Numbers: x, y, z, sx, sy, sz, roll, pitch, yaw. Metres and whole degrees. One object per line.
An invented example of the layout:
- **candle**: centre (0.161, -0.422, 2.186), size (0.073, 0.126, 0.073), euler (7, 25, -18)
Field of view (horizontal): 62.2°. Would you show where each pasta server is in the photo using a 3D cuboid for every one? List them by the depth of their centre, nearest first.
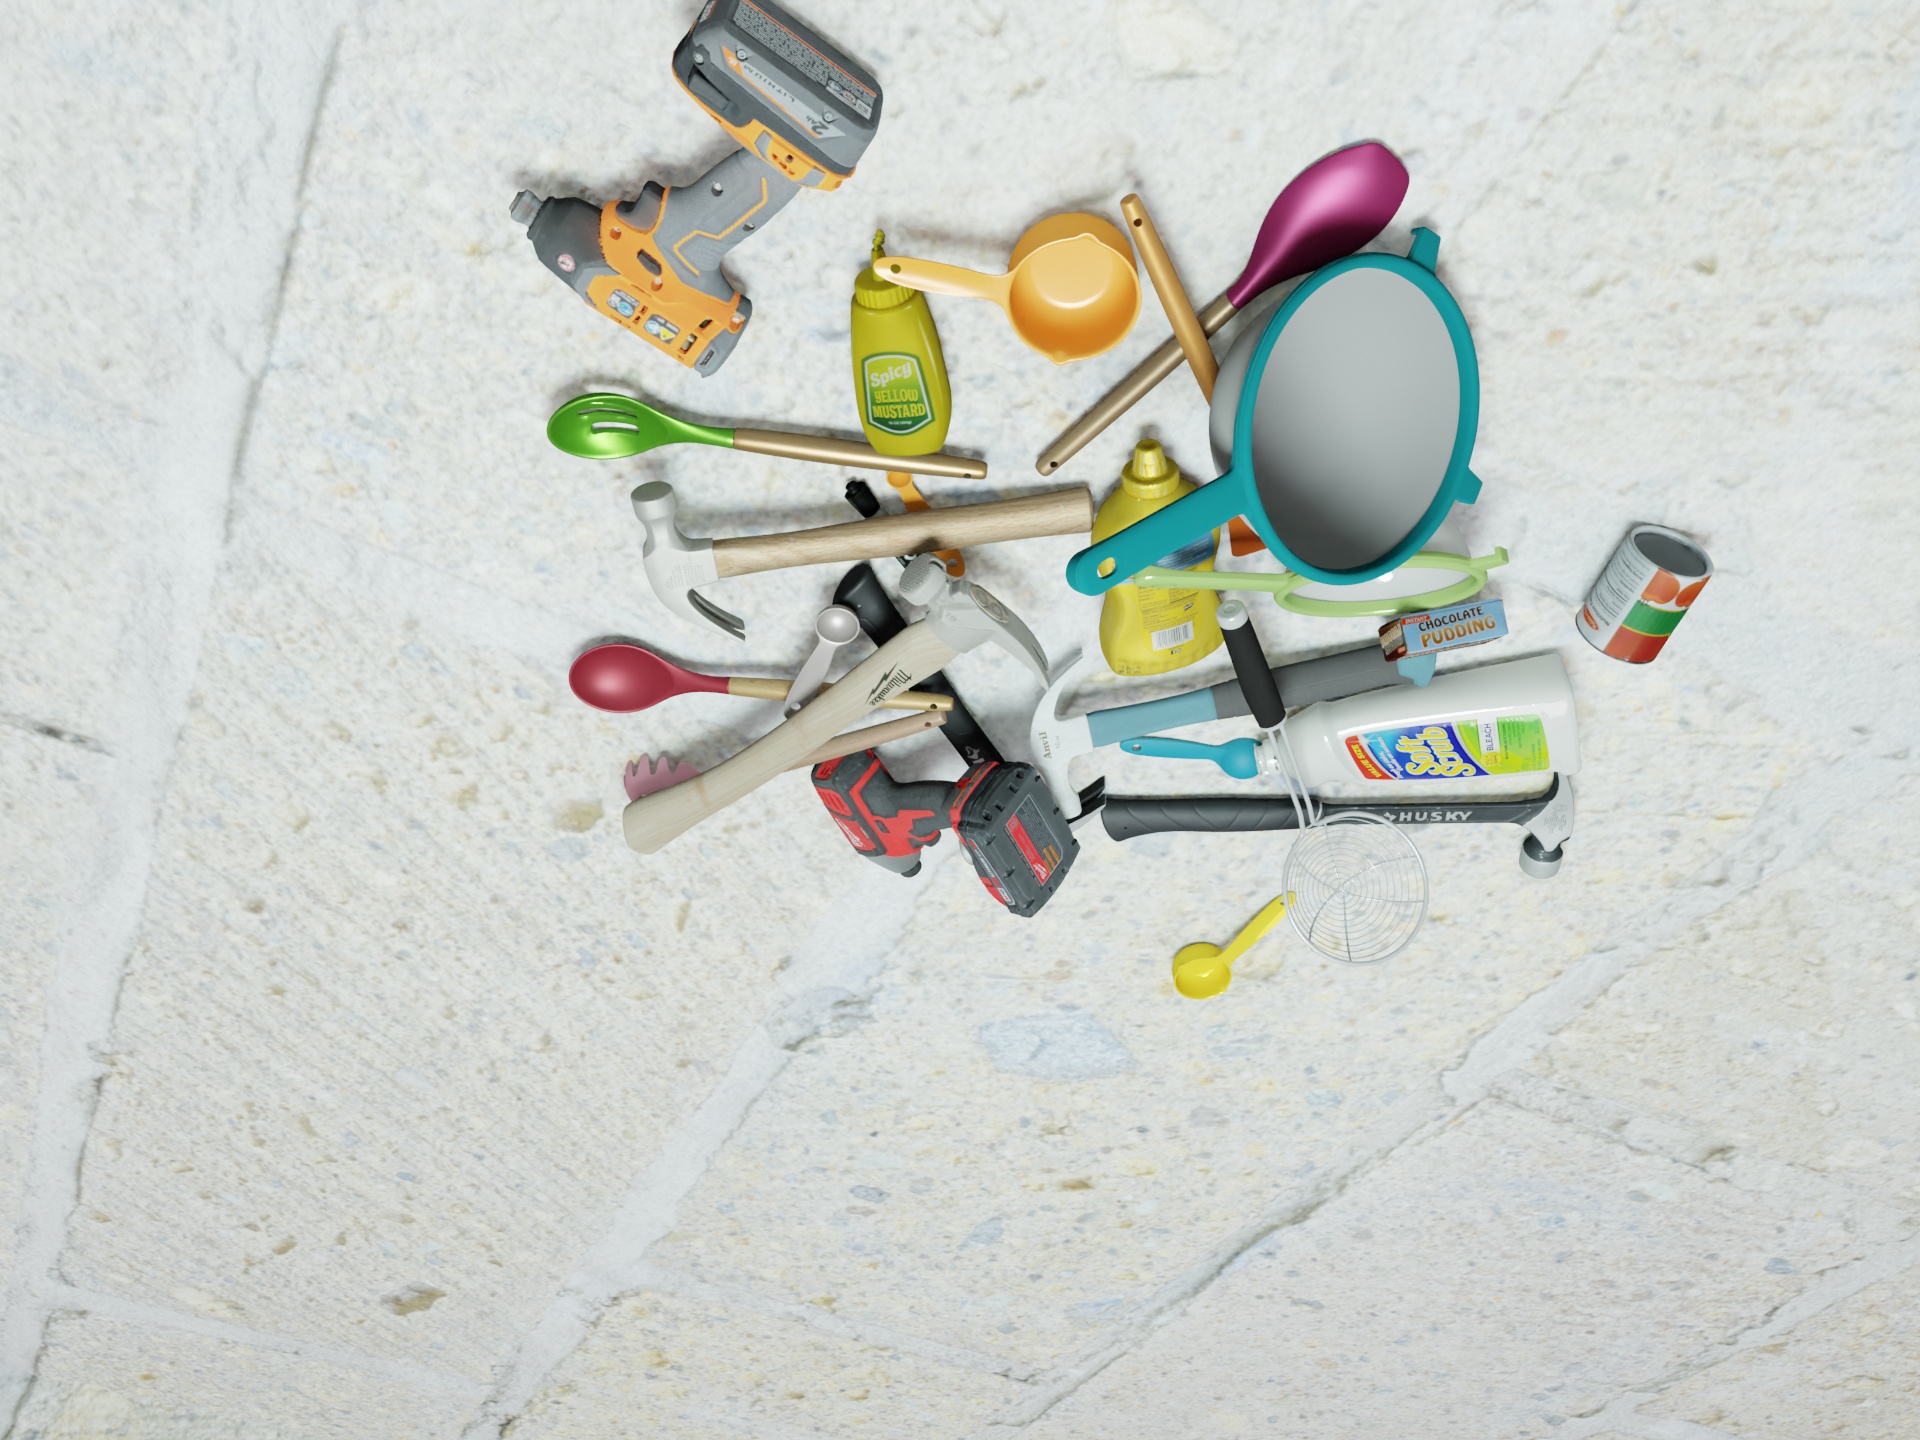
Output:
- **pasta server**: centre (-0.154, 0.031, 1.344), size (0.316, 0.040, 0.060), euler (-16, 130, 22)

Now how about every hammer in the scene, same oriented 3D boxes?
- **hammer**: centre (-0.066, -0.132, 1.173), size (0.331, 0.031, 0.130), euler (-8, 127, -1)
- **hammer**: centre (-0.119, 0.015, 1.269), size (0.410, 0.038, 0.146), euler (-32, 127, 31)
- **hammer**: centre (0.216, -0.016, 1.273), size (0.331, 0.033, 0.128), euler (-13, 100, 6)
- **hammer**: centre (-0.002, -0.004, 1.320), size (0.146, 0.035, 0.334), euler (-20, 129, 21)
- **hammer**: centre (0.326, 0.079, 1.384), size (0.409, 0.036, 0.149), euler (-1, 132, 4)

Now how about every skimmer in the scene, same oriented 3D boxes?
- **skimmer**: centre (0.278, 0.053, 1.241), size (0.127, 0.090, 0.362), euler (-38, 131, -9)

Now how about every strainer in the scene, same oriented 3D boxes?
- **strainer**: centre (0.186, -0.170, 1.030), size (0.340, 0.095, 0.210), euler (-30, 118, -21)
- **strainer**: centre (0.250, -0.124, 1.151), size (0.256, 0.069, 0.151), euler (1, 170, -7)

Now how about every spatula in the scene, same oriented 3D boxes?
- **spatula**: centre (0.175, -0.225, 1.090), size (0.081, 0.041, 0.322), euler (-21, 131, 17)

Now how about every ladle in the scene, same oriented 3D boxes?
- **ladle**: centre (-0.161, -0.027, 1.288), size (0.315, 0.031, 0.069), euler (5, 128, 8)

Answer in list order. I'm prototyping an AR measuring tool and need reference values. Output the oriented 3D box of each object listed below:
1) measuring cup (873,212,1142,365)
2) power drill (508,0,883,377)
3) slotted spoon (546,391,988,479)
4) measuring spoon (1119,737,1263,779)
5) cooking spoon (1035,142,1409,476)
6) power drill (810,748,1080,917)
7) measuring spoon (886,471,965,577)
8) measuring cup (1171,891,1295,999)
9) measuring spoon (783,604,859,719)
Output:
- **measuring cup**: centre (0.032, -0.292, 1.034), size (0.173, 0.052, 0.095), euler (9, 133, -3)
- **power drill**: centre (-0.169, -0.333, 0.986), size (0.164, 0.084, 0.226), euler (29, 132, -22)
- **slotted spoon**: centre (-0.136, -0.198, 1.141), size (0.313, 0.031, 0.070), euler (7, 151, -3)
- **measuring spoon**: centre (0.199, 0.032, 1.353), size (0.128, 0.021, 0.042), euler (5, 133, -5)
- **cooking spoon**: centre (0.165, -0.266, 1.074), size (0.068, 0.017, 0.319), euler (34, 126, -27)
- **power drill**: centre (-0.017, 0.090, 1.322), size (0.220, 0.078, 0.143), euler (7, 138, 44)
- **measuring spoon**: centre (-0.025, -0.151, 1.201), size (0.021, 0.011, 0.116), euler (-20, 133, 16)
- **measuring cup**: centre (0.263, 0.208, 1.523), size (0.062, 0.029, 0.156), euler (31, 116, -24)
- **measuring spoon**: centre (-0.113, -0.046, 1.249), size (0.034, 0.018, 0.124), euler (20, 129, -15)
